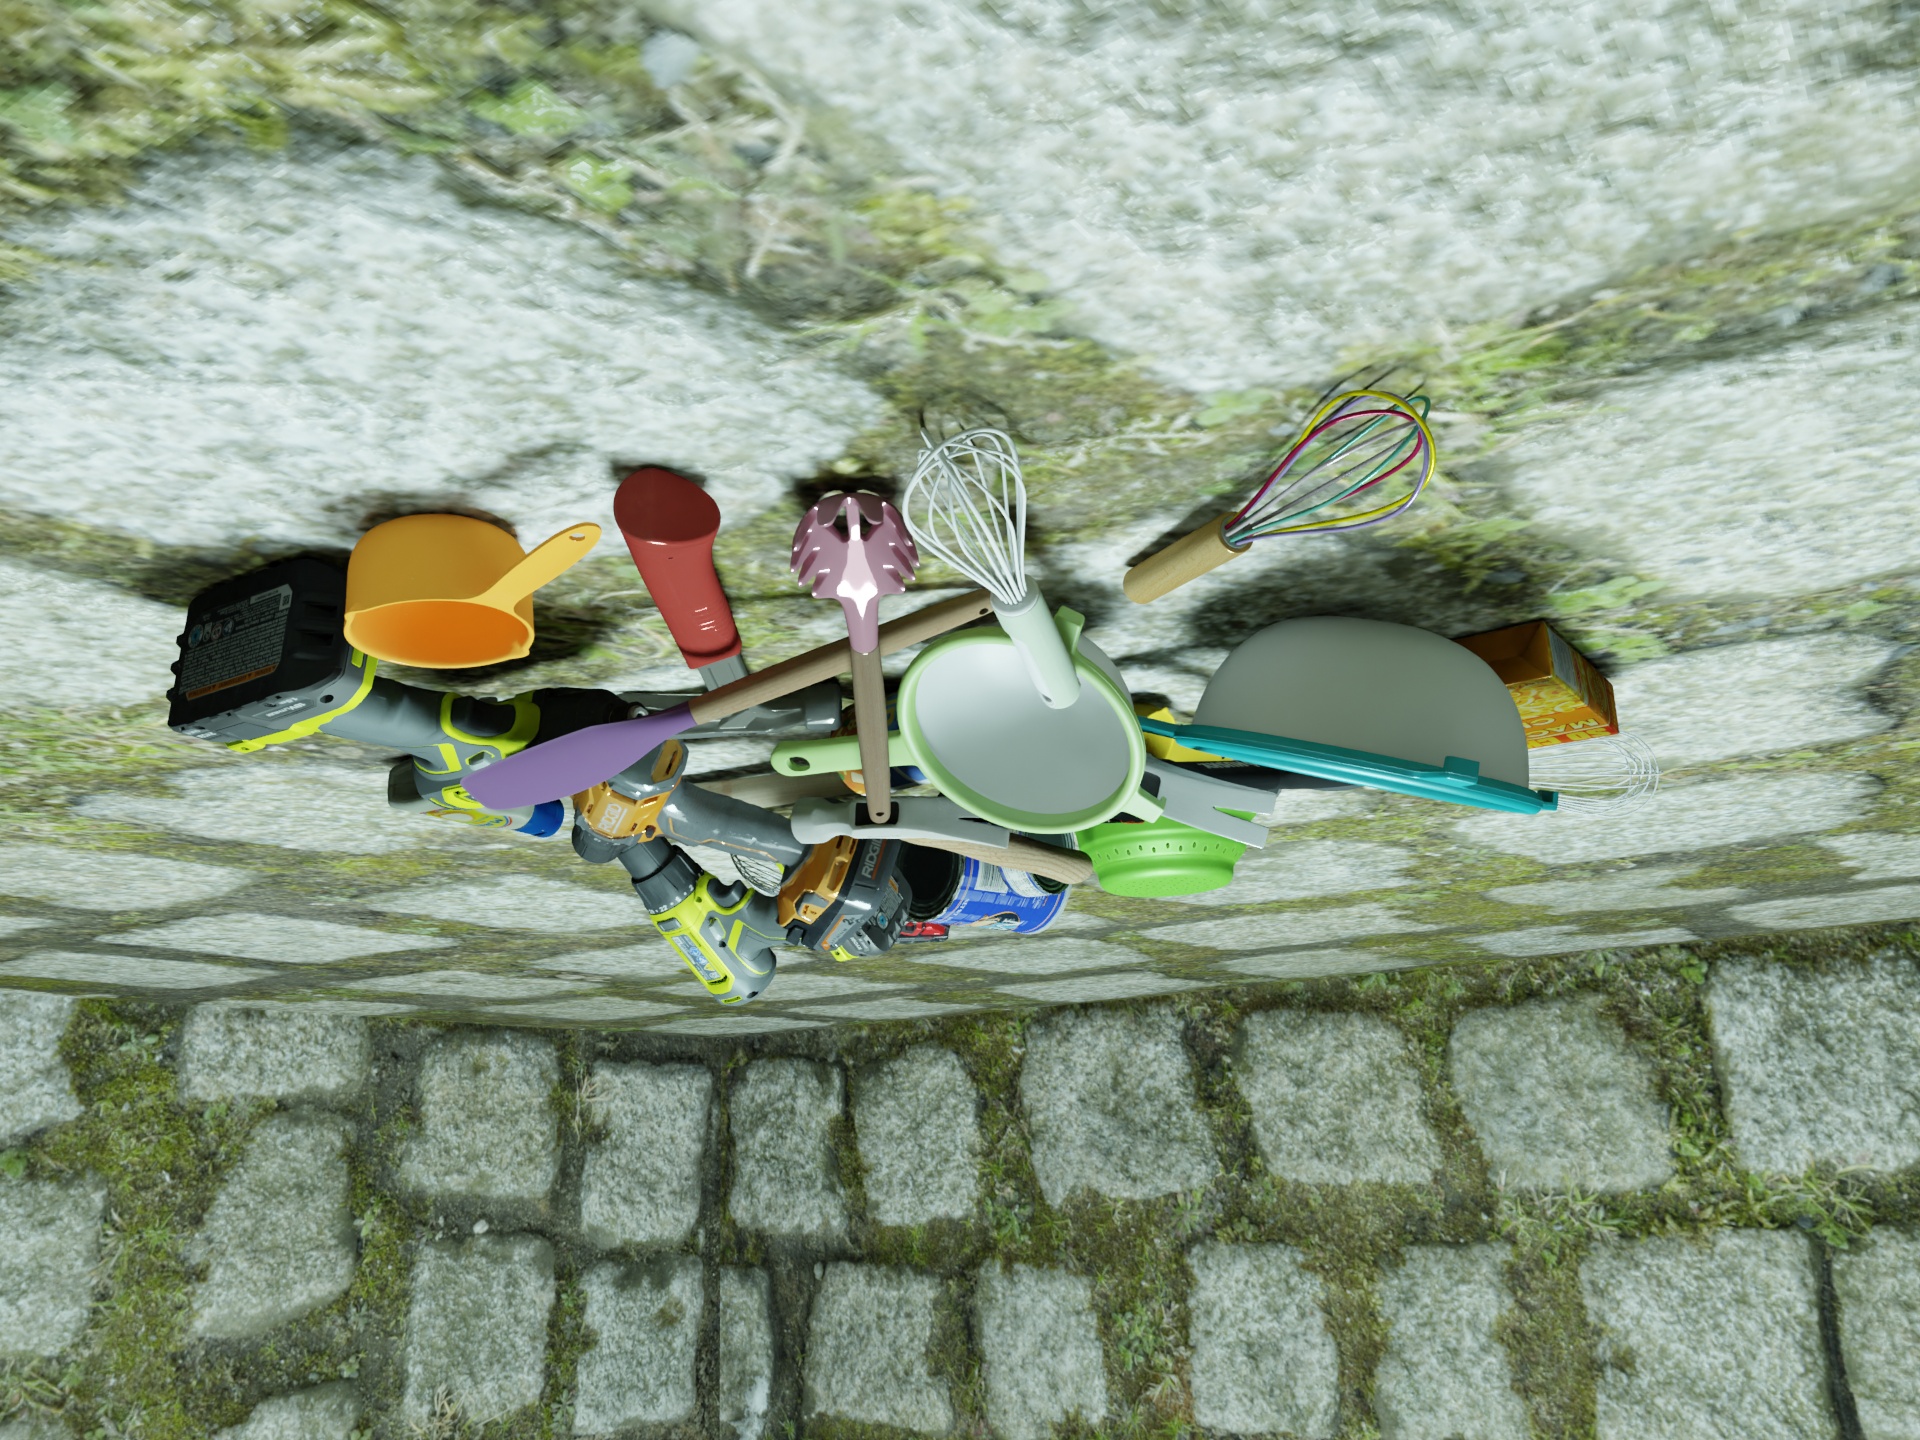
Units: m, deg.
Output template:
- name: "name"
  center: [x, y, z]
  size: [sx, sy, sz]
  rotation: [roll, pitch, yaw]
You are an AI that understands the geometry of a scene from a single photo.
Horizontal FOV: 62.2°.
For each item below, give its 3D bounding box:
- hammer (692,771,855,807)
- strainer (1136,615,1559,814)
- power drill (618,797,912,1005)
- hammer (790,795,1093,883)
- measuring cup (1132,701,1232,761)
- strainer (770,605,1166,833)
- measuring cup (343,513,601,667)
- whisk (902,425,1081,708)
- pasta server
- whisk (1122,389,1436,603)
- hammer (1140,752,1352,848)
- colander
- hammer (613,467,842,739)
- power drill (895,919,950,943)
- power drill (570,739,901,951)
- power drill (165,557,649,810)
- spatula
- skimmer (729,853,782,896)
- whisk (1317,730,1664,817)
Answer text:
- name: "hammer"
  center: [-0.081, 0.044, 1.210]
  size: [0.411, 0.038, 0.146]
  rotation: [-10, 171, 33]
- name: "strainer"
  center: [0.185, -0.022, 0.962]
  size: [0.340, 0.095, 0.210]
  rotation: [12, 180, 34]
- name: "power drill"
  center: [-0.173, 0.142, 1.335]
  size: [0.228, 0.080, 0.190]
  rotation: [-18, 116, 35]
- name: "hammer"
  center: [0.021, 0.089, 1.143]
  size: [0.130, 0.031, 0.331]
  rotation: [-3, 168, 27]
- name: "measuring cup"
  center: [0.151, 0.017, 1.146]
  size: [0.029, 0.062, 0.156]
  rotation: [29, -166, 35]
- name: "strainer"
  center: [-0.002, -0.003, 0.966]
  size: [0.256, 0.069, 0.151]
  rotation: [-7, 125, 32]
- name: "measuring cup"
  center: [-0.222, -0.077, 0.747]
  size: [0.173, 0.052, 0.095]
  rotation: [-24, 154, 38]
- name: "whisk"
  center: [0.023, -0.064, 0.762]
  size: [0.059, 0.058, 0.246]
  rotation: [-39, 151, -4]
- name: "pasta server"
  center: [-0.050, -0.020, 0.854]
  size: [0.060, 0.040, 0.316]
  rotation: [-3, 147, -2]
- name: "whisk"
  center: [0.140, -0.099, 0.748]
  size: [0.047, 0.051, 0.245]
  rotation: [25, 160, -16]
- name: "hammer"
  center: [0.223, 0.038, 1.104]
  size: [0.146, 0.035, 0.334]
  rotation: [22, -165, 39]
- name: "colander"
  center: [0.190, 0.114, 1.399]
  size: [0.204, 0.094, 0.396]
  rotation: [-6, 164, 14]
- name: "hammer"
  center: [-0.151, -0.049, 0.879]
  size: [0.149, 0.037, 0.359]
  rotation: [-2, 165, -1]
- name: "power drill"
  center: [-0.054, 0.166, 1.597]
  size: [0.143, 0.079, 0.219]
  rotation: [-1, 162, -5]
- name: "power drill"
  center: [-0.177, 0.090, 1.166]
  size: [0.226, 0.084, 0.185]
  rotation: [25, 147, -12]
- name: "power drill"
  center: [-0.299, -0.010, 0.886]
  size: [0.171, 0.080, 0.223]
  rotation: [-12, 157, 31]
- name: "spatula"
  center: [-0.123, -0.012, 0.881]
  size: [0.316, 0.018, 0.059]
  rotation: [-21, 150, 3]
- name: "skimmer"
  center: [-0.064, 0.074, 1.345]
  size: [0.127, 0.090, 0.363]
  rotation: [21, 143, -38]
- name: "whisk"
  center: [0.402, 0.041, 1.251]
  size: [0.284, 0.070, 0.070]
  rotation: [-1, 165, 10]
